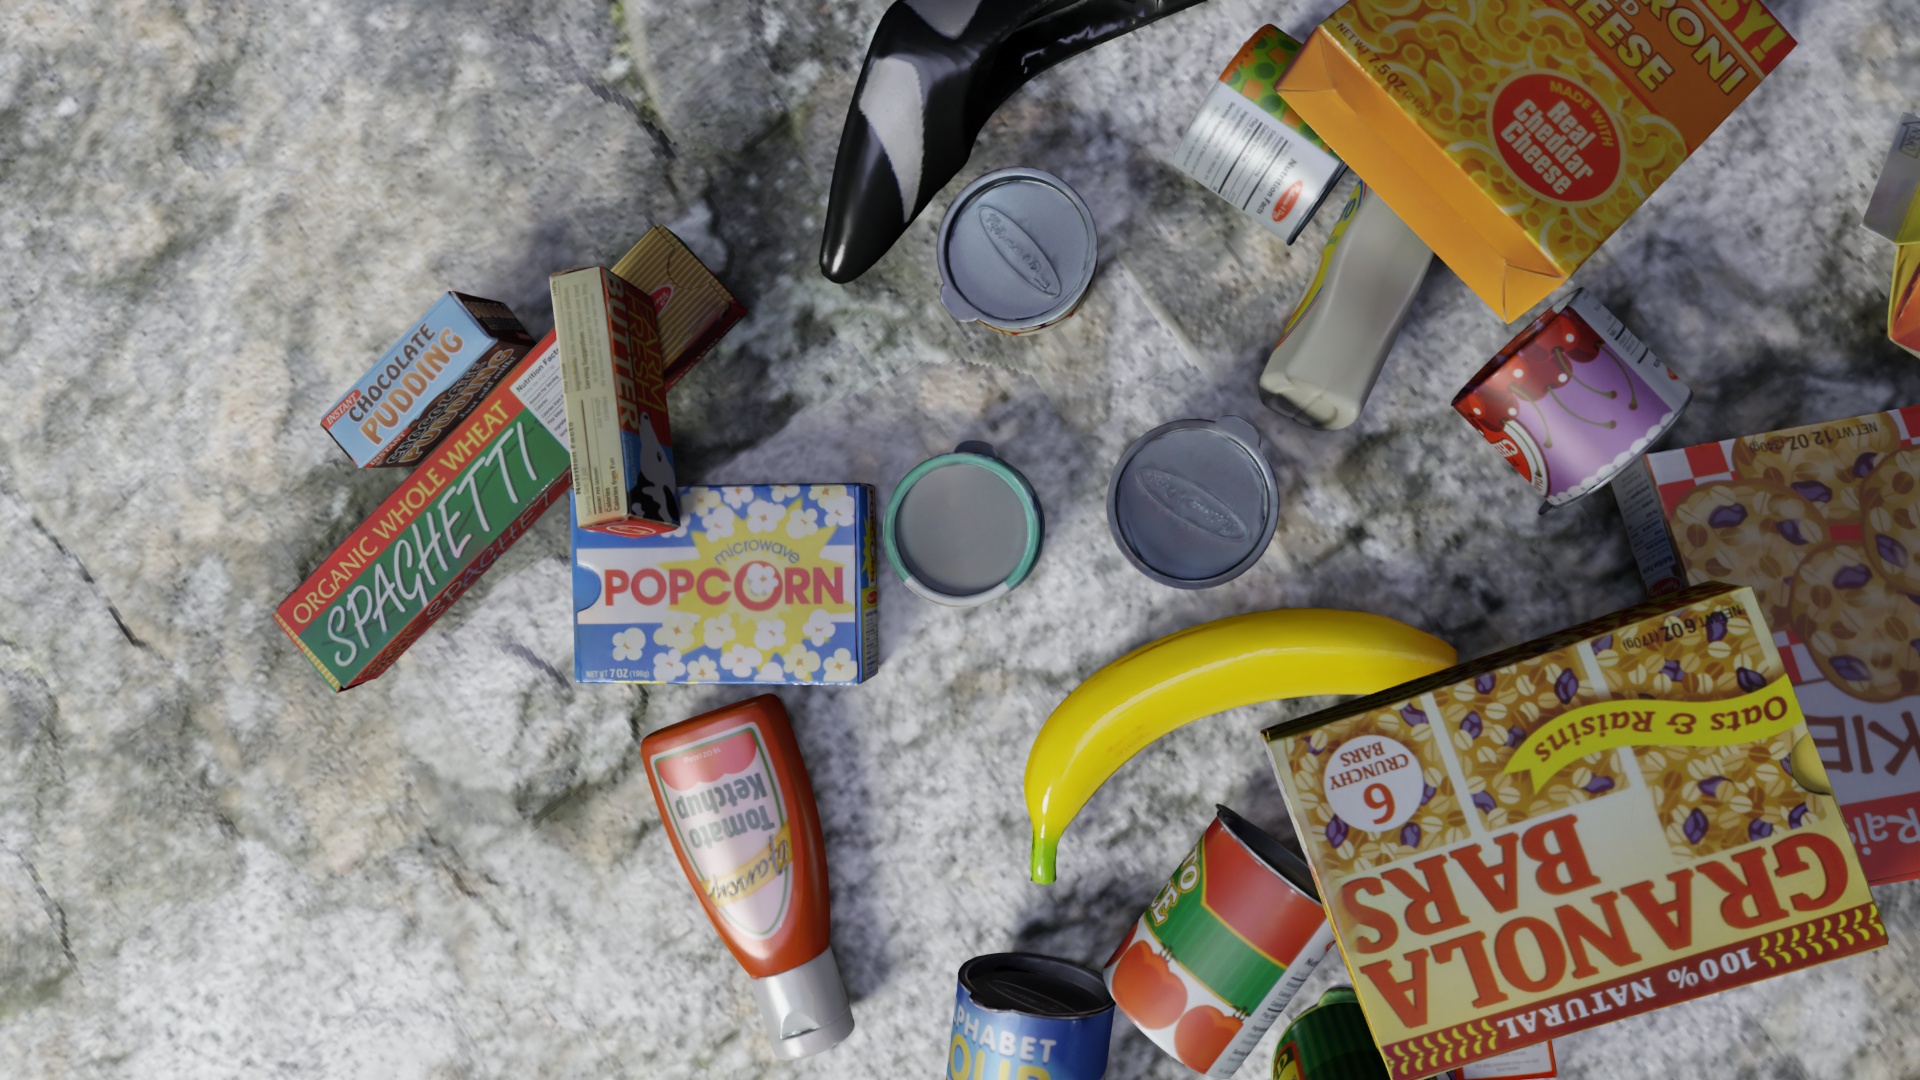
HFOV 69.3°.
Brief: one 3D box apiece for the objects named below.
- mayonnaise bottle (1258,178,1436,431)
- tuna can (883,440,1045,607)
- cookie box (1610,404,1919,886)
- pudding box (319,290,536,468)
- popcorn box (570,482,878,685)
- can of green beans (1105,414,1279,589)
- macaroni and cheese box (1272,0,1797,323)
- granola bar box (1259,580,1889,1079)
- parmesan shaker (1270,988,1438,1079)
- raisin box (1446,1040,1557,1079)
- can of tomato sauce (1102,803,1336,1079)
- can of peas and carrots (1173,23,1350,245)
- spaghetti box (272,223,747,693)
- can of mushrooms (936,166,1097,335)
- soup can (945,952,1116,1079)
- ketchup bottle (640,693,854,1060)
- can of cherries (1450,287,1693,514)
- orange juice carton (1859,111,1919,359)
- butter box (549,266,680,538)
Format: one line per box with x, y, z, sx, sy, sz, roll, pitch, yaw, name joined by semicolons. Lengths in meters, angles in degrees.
0.167;-0.118;0.550;0.041;0.064;0.148;25;85;4;mayonnaise bottle
0.002;-0.007;0.587;0.071;0.033;0.071;0;92;7;tuna can
0.333;0.039;0.517;0.123;0.040;0.168;-10;75;1;cookie box
-0.231;-0.069;0.607;0.083;0.050;0.030;-42;88;6;pudding box
-0.100;0.018;0.598;0.127;0.038;0.085;-1;92;7;popcorn box
0.093;-0.015;0.563;0.071;0.058;0.071;0;91;8;can of green beans
0.217;-0.178;0.517;0.167;0.040;0.124;-42;86;-21;macaroni and cheese box
0.203;0.098;0.472;0.165;0.039;0.124;-20;87;8;granola bar box
0.157;0.226;0.537;0.071;0.103;0.071;0;92;8;parmesan shaker
0.192;0.133;0.539;0.040;0.086;0.123;-10;90;9;raisin box
0.106;0.161;0.561;0.071;0.071;0.083;36;96;5;can of tomato sauce
0.128;-0.162;0.553;0.059;0.071;0.071;36;96;6;can of peas and carrots
-0.200;-0.034;0.614;0.250;0.029;0.050;-43;86;6;spaghetti box
0.023;-0.118;0.582;0.071;0.033;0.071;0;92;7;can of mushrooms
0.025;0.222;0.570;0.071;0.071;0.083;8;93;7;soup can
-0.085;0.144;0.596;0.065;0.043;0.148;-19;89;7;ketchup bottle
0.234;-0.054;0.540;0.071;0.071;0.058;-44;86;6;can of cherries
0.417;-0.083;0.501;0.193;0.072;0.072;34;65;5;orange juice carton
-0.138;-0.055;0.558;0.024;0.053;0.103;-10;83;9;butter box
